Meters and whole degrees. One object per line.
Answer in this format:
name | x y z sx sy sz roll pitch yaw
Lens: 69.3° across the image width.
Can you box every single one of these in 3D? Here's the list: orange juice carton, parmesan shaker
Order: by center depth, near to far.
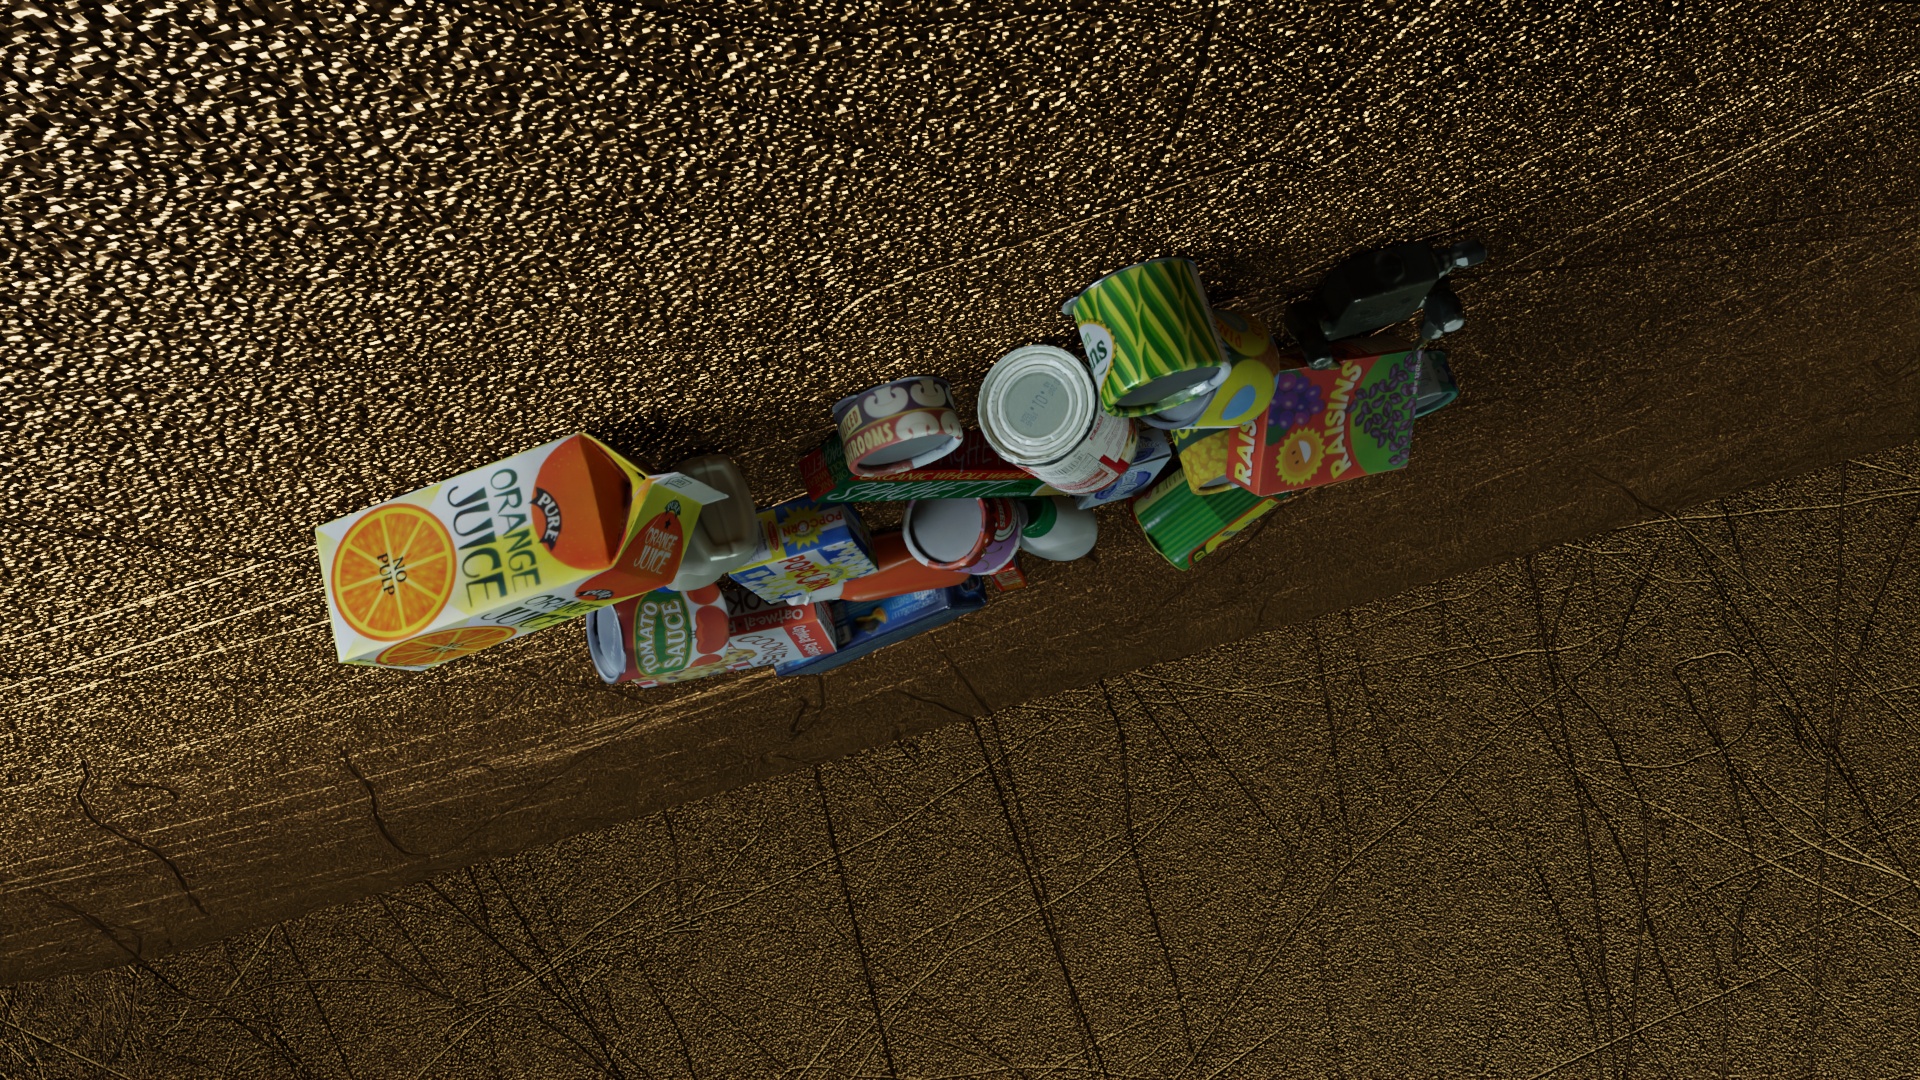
orange juice carton | -0.217 0.002 0.703 0.192 0.073 0.071 -19 168 8
parmesan shaker | 0.191 -0.032 1.049 0.103 0.071 0.071 -38 160 22

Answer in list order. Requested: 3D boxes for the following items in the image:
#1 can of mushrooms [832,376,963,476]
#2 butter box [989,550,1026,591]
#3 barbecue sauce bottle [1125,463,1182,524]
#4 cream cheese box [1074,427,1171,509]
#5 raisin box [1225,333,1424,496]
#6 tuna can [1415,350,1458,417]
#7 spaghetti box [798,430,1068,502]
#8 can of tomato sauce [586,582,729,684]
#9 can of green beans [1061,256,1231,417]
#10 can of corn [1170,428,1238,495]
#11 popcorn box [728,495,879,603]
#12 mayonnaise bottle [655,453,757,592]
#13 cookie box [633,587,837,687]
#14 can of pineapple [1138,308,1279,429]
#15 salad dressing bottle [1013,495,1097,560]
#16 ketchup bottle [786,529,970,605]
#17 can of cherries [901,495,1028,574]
can of mushrooms | -0.035 -0.061 0.756 0.071 0.033 0.071 -16 169 -3
butter box | 0.032 0.008 1.116 0.024 0.053 0.103 -15 168 4
barbecue sauce bottle | 0.208 -0.049 1.119 0.149 0.044 0.064 -15 168 -4
cream cheese box | 0.117 -0.051 1.027 0.053 0.024 0.103 -16 168 -9
raisin box | 0.234 -0.082 0.895 0.124 0.085 0.040 -11 -153 -24
tuna can | 0.329 -0.111 1.022 0.071 0.033 0.071 -15 168 -3
spaghetti box | 0.007 -0.048 0.885 0.050 0.029 0.251 -28 164 40
can of tomato sauce | -0.216 0.063 0.997 0.083 0.071 0.071 -9 166 -35
can of green beans | 0.095 -0.100 0.693 0.071 0.058 0.071 -16 168 -3
can of corn | 0.178 -0.069 0.947 0.071 0.058 0.071 -16 168 -3
popcorn box | -0.108 0.006 0.951 0.085 0.038 0.126 -17 168 1
mayonnaise bottle | -0.156 -0.002 0.805 0.041 0.065 0.147 -15 173 -25
cookie box | -0.189 0.074 1.114 0.167 0.040 0.122 -11 164 -1
can of pineapple | 0.130 -0.095 0.750 0.058 0.071 0.070 -6 164 -44
salad dressing bottle | 0.067 -0.015 1.085 0.064 0.044 0.147 -12 168 15
ketchup bottle | -0.063 0.020 1.063 0.149 0.044 0.064 -10 152 -28
can of cherries | 0.003 -0.012 0.957 0.071 0.071 0.058 -22 165 24
